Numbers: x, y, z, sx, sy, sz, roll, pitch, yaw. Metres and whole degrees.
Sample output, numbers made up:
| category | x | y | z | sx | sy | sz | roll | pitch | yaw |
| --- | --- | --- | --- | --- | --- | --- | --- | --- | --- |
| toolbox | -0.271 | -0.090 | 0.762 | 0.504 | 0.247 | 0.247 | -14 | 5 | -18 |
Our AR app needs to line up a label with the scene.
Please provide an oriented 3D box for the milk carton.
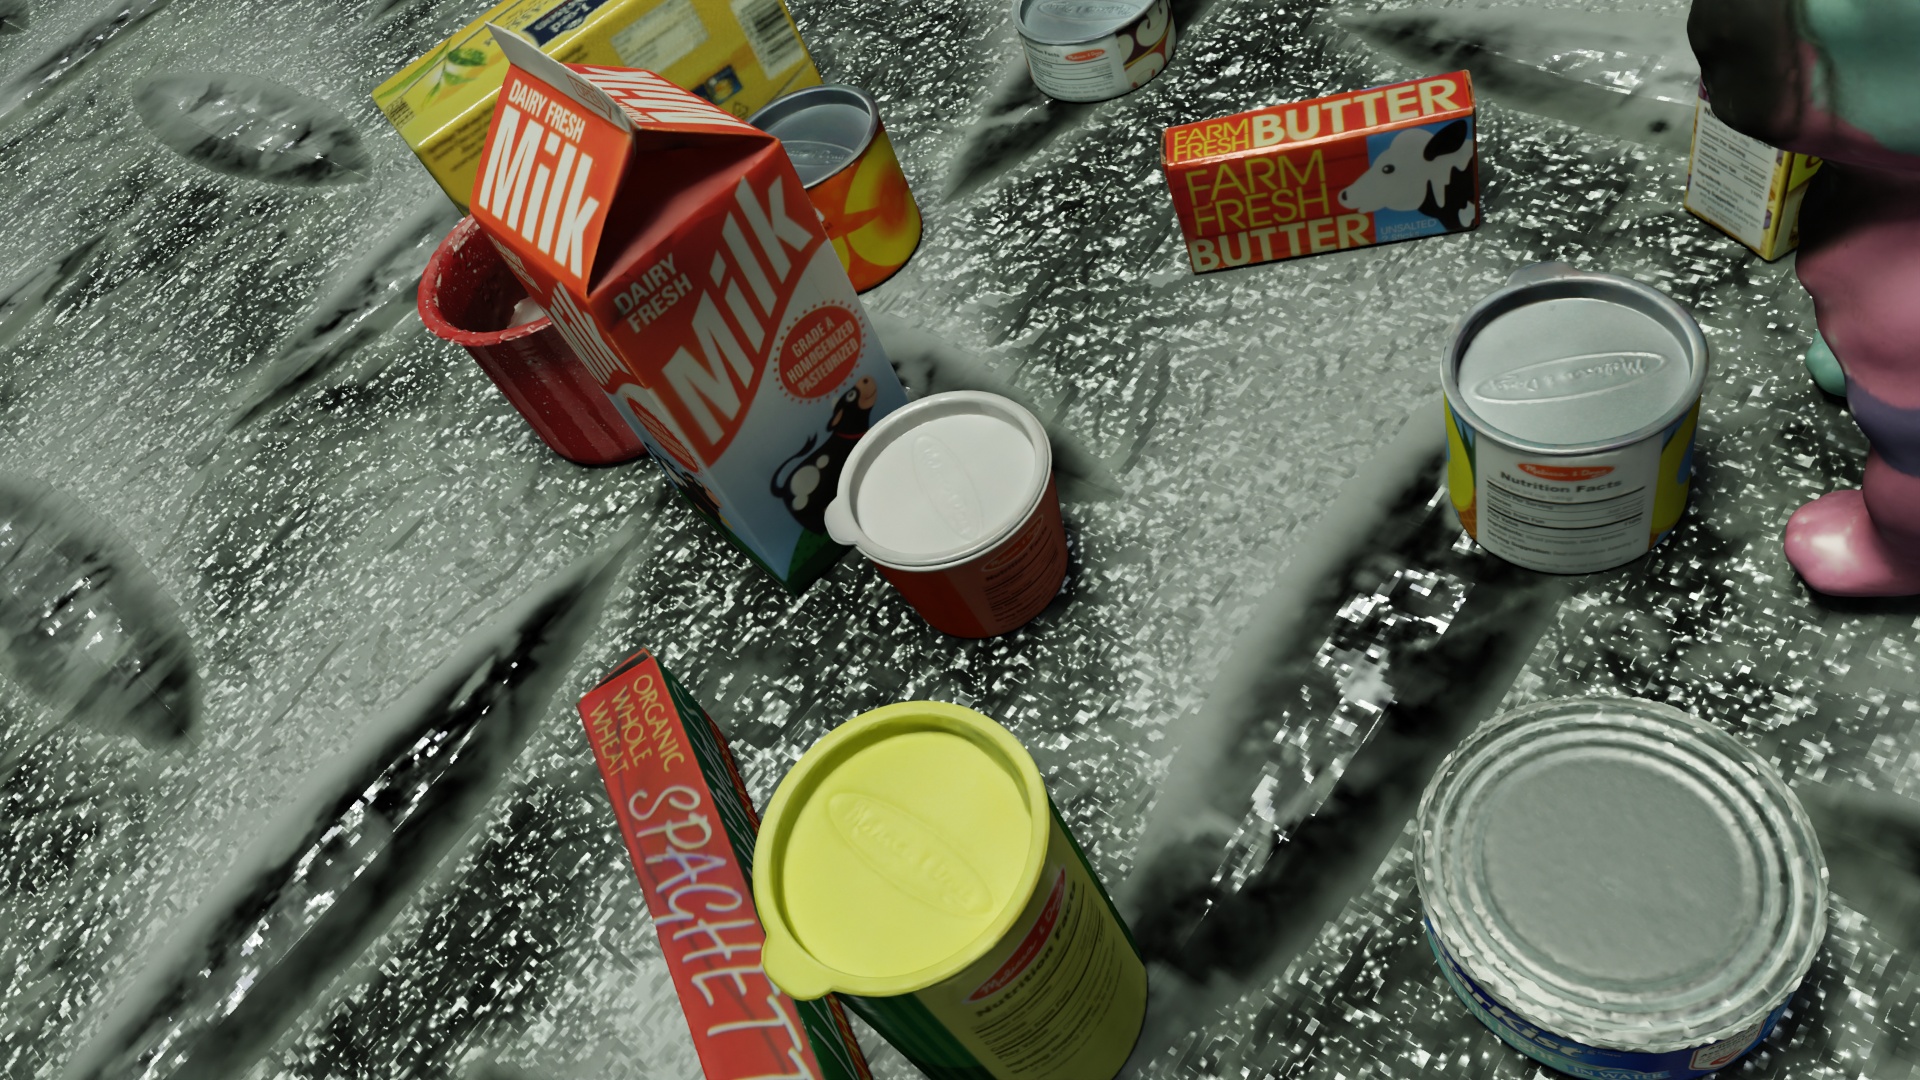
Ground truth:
| category | x | y | z | sx | sy | sz | roll | pitch | yaw |
| --- | --- | --- | --- | --- | --- | --- | --- | --- | --- |
| milk carton | -0.081 | -0.073 | 0.433 | 0.073 | 0.189 | 0.072 | -44 | 51 | -14 |

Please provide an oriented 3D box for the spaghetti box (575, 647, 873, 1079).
| category | x | y | z | sx | sy | sz | roll | pitch | yaw |
| --- | --- | --- | --- | --- | --- | --- | --- | --- | --- |
| spaghetti box | -0.045 | 0.130 | 0.355 | 0.029 | 0.050 | 0.251 | -31 | 49 | -4 |

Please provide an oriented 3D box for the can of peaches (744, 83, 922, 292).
| category | x | y | z | sx | sy | sz | roll | pitch | yaw |
| --- | --- | --- | --- | --- | --- | --- | --- | --- | --- |
| can of peaches | -0.056 | -0.138 | 0.561 | 0.071 | 0.057 | 0.071 | -11 | 51 | 14 |

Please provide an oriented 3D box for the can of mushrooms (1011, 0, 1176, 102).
| category | x | y | z | sx | sy | sz | roll | pitch | yaw |
| --- | --- | --- | --- | --- | --- | --- | --- | --- | --- |
| can of mushrooms | 0.059 | -0.223 | 0.598 | 0.071 | 0.033 | 0.071 | -10 | 51 | 13 |

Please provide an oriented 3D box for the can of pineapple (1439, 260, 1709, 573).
| category | x | y | z | sx | sy | sz | roll | pitch | yaw |
| --- | --- | --- | --- | --- | --- | --- | --- | --- | --- |
| can of pineapple | 0.172 | -0.034 | 0.393 | 0.071 | 0.057 | 0.071 | -11 | 51 | 14 |

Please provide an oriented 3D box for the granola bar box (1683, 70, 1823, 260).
| category | x | y | z | sx | sy | sz | roll | pitch | yaw |
| --- | --- | --- | --- | --- | --- | --- | --- | --- | --- |
| granola bar box | 0.300 | -0.174 | 0.408 | 0.166 | 0.123 | 0.039 | -30 | 49 | -3 |

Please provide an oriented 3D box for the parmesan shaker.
| category | x | y | z | sx | sy | sz | roll | pitch | yaw |
| --- | --- | --- | --- | --- | --- | --- | --- | --- | --- |
| parmesan shaker | 0.000 | 0.094 | 0.331 | 0.071 | 0.102 | 0.071 | -11 | 51 | 14 |

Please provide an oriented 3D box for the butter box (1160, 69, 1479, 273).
| category | x | y | z | sx | sy | sz | roll | pitch | yaw |
| --- | --- | --- | --- | --- | --- | --- | --- | --- | --- |
| butter box | 0.126 | -0.127 | 0.485 | 0.103 | 0.053 | 0.024 | -6 | 53 | 17 |

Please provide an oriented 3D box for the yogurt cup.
| category | x | y | z | sx | sy | sz | roll | pitch | yaw |
| --- | --- | --- | --- | --- | --- | --- | --- | --- | --- |
| yogurt cup | 0.002 | -0.006 | 0.439 | 0.072 | 0.053 | 0.073 | -11 | 51 | 14 |
